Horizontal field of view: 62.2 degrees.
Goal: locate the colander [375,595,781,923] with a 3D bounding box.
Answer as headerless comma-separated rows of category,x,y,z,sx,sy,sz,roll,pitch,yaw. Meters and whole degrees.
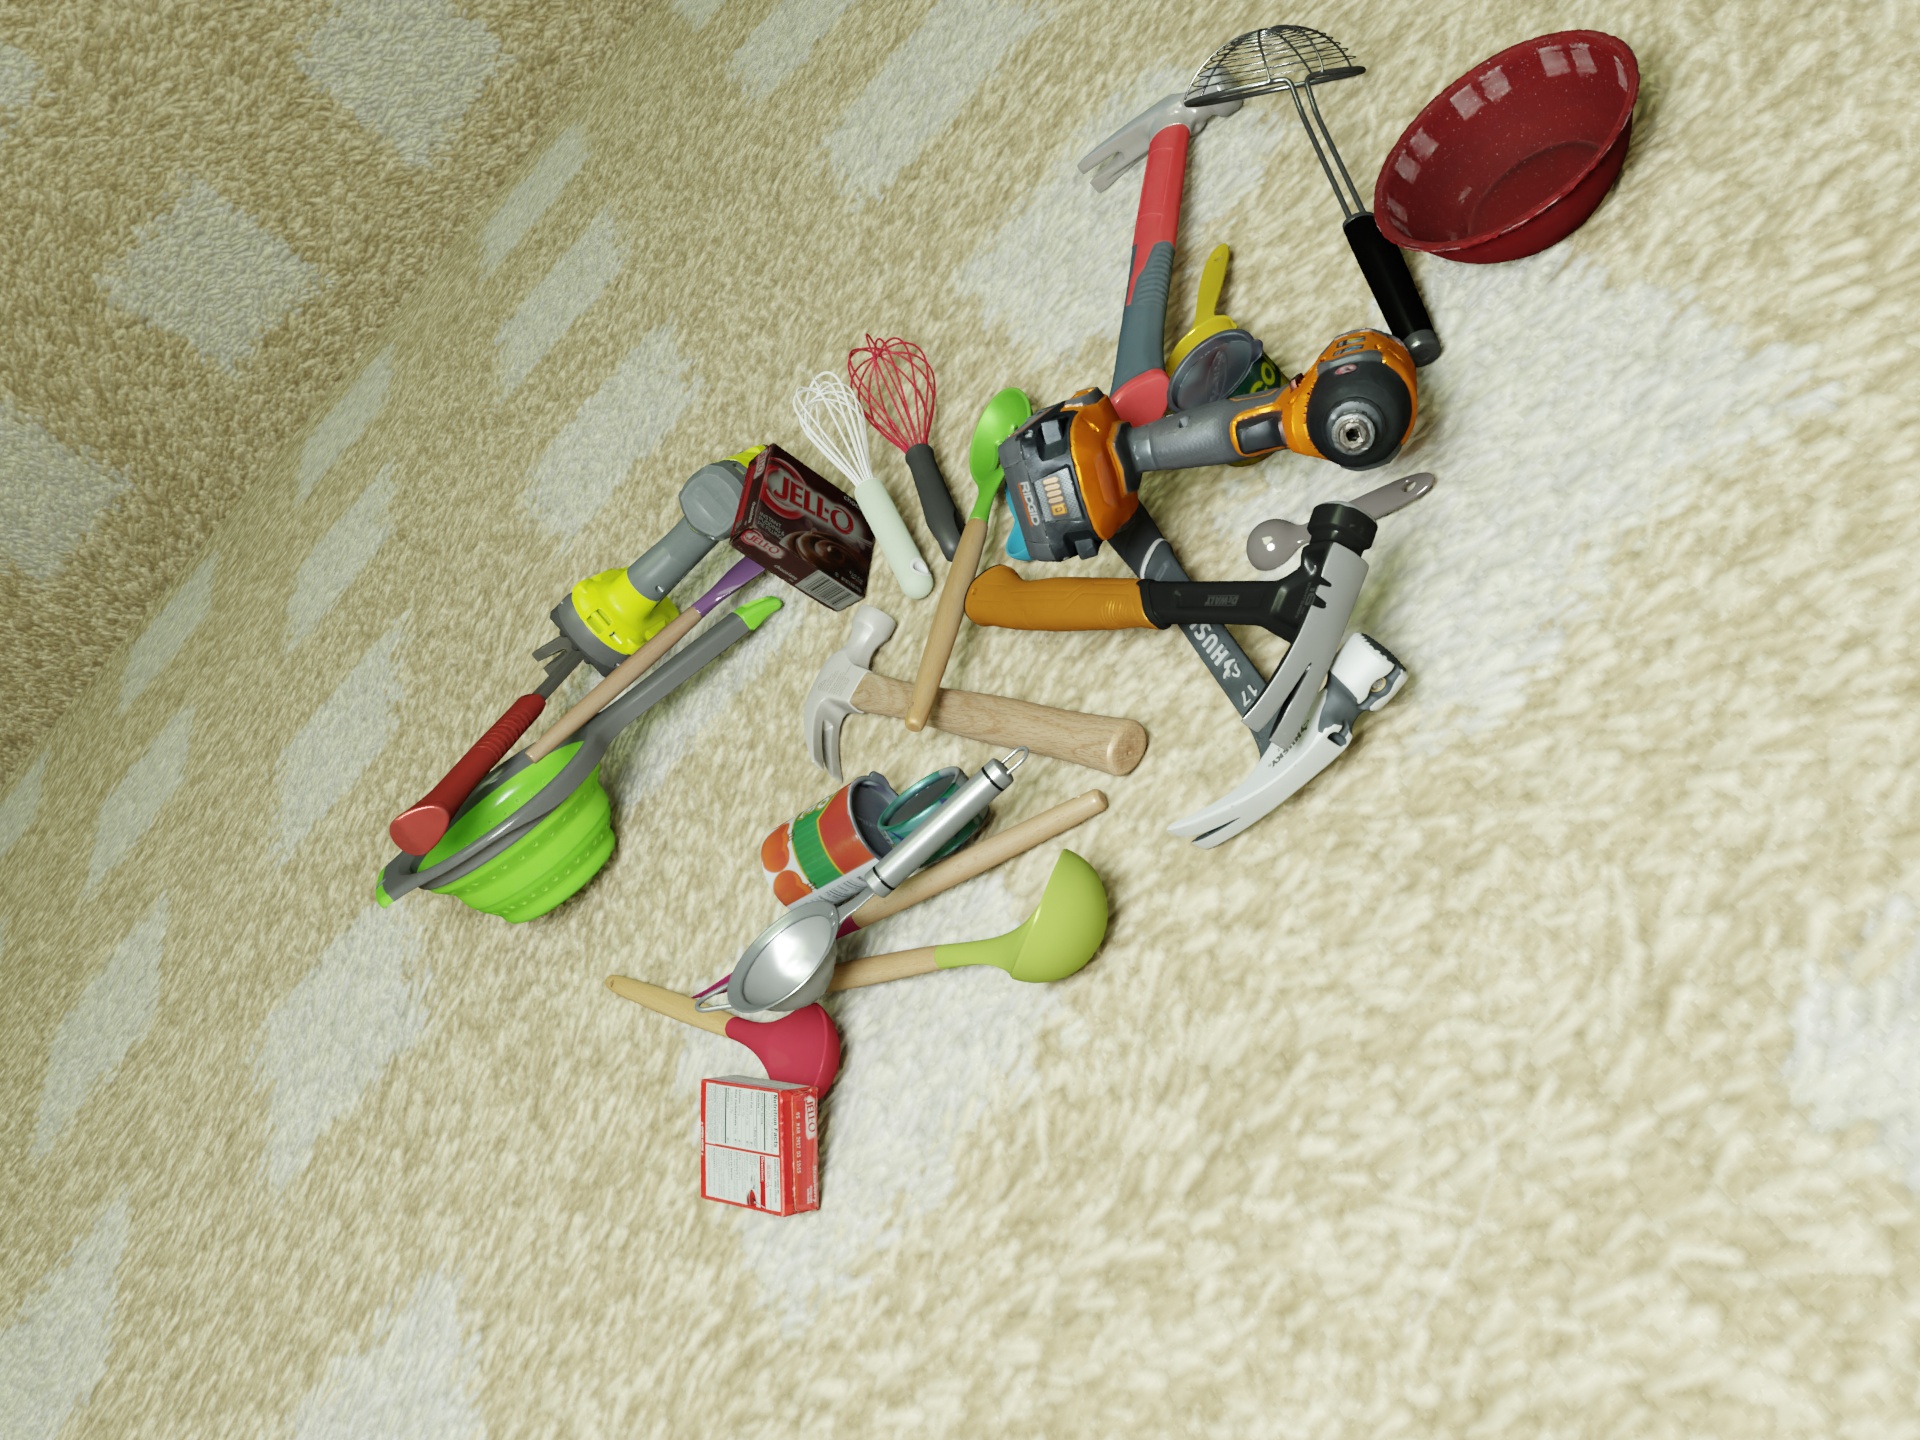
colander,-0.287,0.047,1.305,0.397,0.094,0.205,-39,19,-10

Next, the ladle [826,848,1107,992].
ladle,-0.037,0.139,0.962,0.320,0.062,0.078,-19,33,42

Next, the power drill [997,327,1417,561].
power drill,0.142,-0.157,0.895,0.226,0.084,0.164,-12,17,19

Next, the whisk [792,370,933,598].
whisk,-0.075,-0.185,1.244,0.059,0.057,0.247,-55,48,36

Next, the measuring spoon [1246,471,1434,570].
measuring spoon,0.216,-0.121,0.922,0.124,0.018,0.034,-22,46,40

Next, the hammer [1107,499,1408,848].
hammer,0.124,-0.083,0.976,0.149,0.036,0.409,-51,32,18

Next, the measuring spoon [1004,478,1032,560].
measuring spoon,0.050,-0.151,1.146,0.042,0.021,0.129,-43,27,22

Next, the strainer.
strainer,-0.052,0.104,0.954,0.258,0.050,0.087,-43,25,11

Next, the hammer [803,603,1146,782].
hammer,-0.002,-0.003,1.060,0.331,0.031,0.130,13,71,52

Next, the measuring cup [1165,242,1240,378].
measuring cup,0.178,-0.278,1.099,0.062,0.029,0.157,-25,35,38

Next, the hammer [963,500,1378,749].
hammer,0.097,-0.061,0.934,0.337,0.034,0.127,8,73,59

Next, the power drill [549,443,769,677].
power drill,-0.234,-0.145,1.365,0.223,0.080,0.171,-40,4,22

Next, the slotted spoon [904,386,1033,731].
slotted spoon,0.005,-0.118,1.120,0.070,0.031,0.314,-28,36,45

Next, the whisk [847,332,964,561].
whisk,-0.036,-0.221,1.265,0.073,0.073,0.296,-39,43,19

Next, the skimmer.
skimmer,0.245,-0.348,1.061,0.127,0.090,0.364,-11,57,-1

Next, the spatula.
spatula,-0.237,-0.073,1.322,0.316,0.018,0.060,-44,29,-20

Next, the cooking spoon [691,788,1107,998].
cooking spoon,-0.044,0.114,1.001,0.319,0.068,0.017,-29,86,24

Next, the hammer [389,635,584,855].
hammer,-0.392,0.003,1.381,0.149,0.036,0.359,-26,21,28

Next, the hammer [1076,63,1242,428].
hammer,0.128,-0.334,1.158,0.143,0.038,0.387,-24,39,36

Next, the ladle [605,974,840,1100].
ladle,-0.168,0.204,1.078,0.315,0.031,0.069,4,74,52
